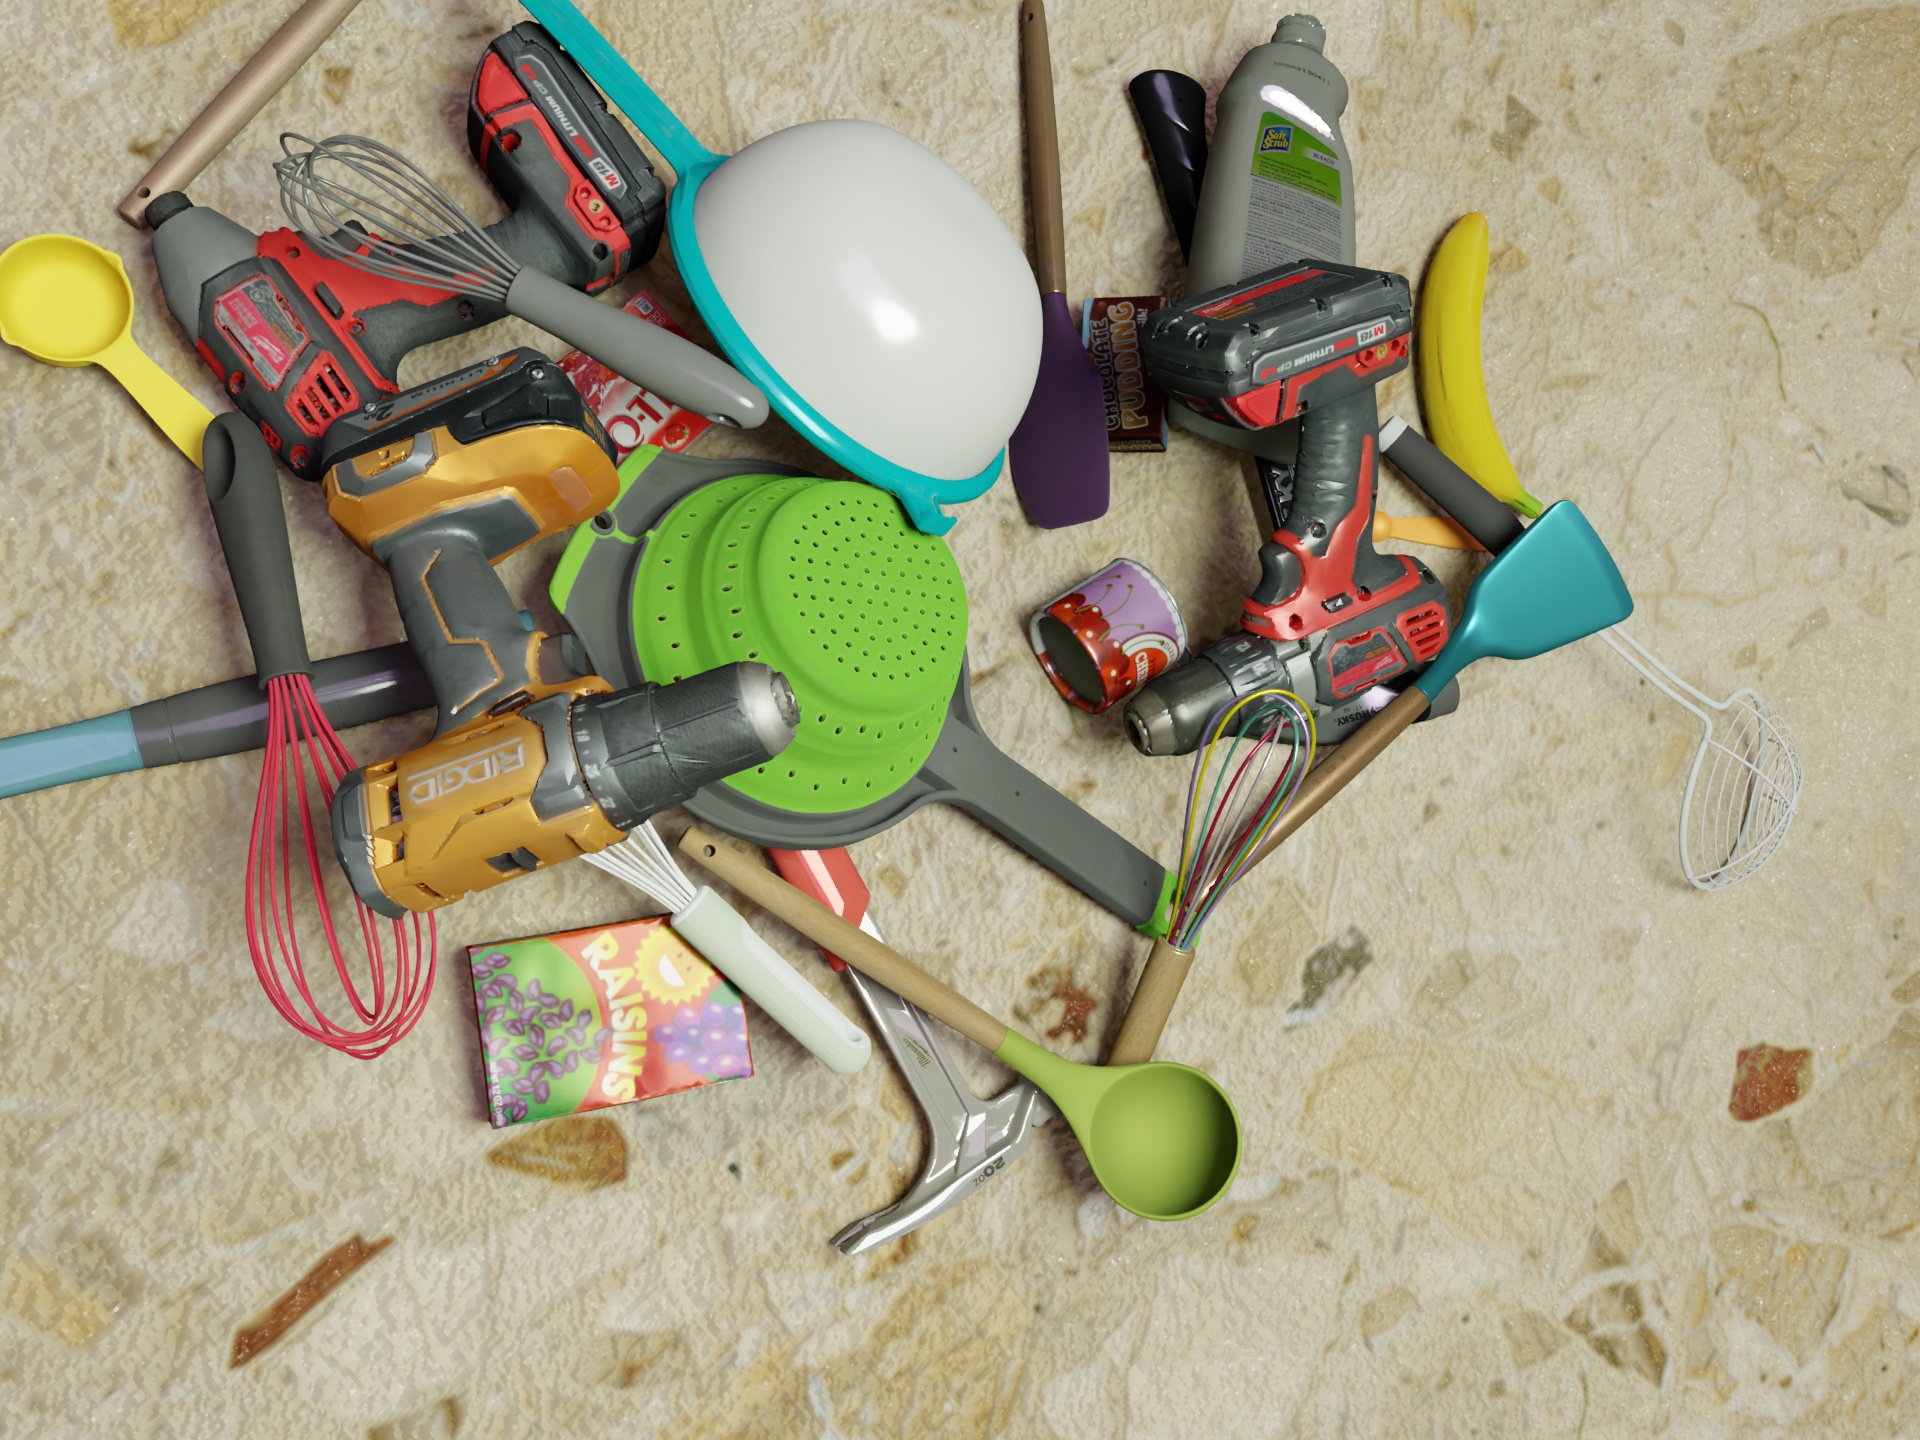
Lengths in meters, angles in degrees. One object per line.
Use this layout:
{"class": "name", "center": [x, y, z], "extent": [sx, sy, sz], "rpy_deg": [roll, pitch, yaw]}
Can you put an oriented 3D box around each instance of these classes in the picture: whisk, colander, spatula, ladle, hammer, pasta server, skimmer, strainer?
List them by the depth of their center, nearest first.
{"class": "whisk", "center": [-0.287, 0.001, 0.685], "extent": [0.073, 0.073, 0.296], "rpy_deg": [-13, 78, -21]}
{"class": "whisk", "center": [-0.190, -0.189, 0.690], "extent": [0.239, 0.055, 0.055], "rpy_deg": [28, 74, -2]}
{"class": "hammer", "center": [-0.353, 0.006, 0.712], "extent": [0.331, 0.033, 0.128], "rpy_deg": [-15, 89, -21]}
{"class": "whisk", "center": [-0.130, 0.079, 0.734], "extent": [0.059, 0.058, 0.246], "rpy_deg": [-41, 103, 15]}
{"class": "strainer", "center": [-0.073, -0.259, 0.753], "extent": [0.340, 0.095, 0.211], "rpy_deg": [45, 32, -14]}
{"class": "ladle", "center": [0.001, 0.142, 0.774], "extent": [0.320, 0.062, 0.078], "rpy_deg": [34, 73, -11]}
{"class": "pasta server", "center": [-0.303, -0.362, 0.776], "extent": [0.060, 0.040, 0.316], "rpy_deg": [33, 74, 0]}
{"class": "colander", "center": [-0.001, -0.003, 0.784], "extent": [0.396, 0.094, 0.205], "rpy_deg": [35, 56, -20]}
{"class": "hammer", "center": [-0.080, 0.079, 0.799], "extent": [0.149, 0.037, 0.359], "rpy_deg": [-30, 94, -21]}
{"class": "whisk", "center": [0.123, 0.097, 0.816], "extent": [0.047, 0.051, 0.245], "rpy_deg": [6, 111, -39]}
{"class": "spatula", "center": [0.243, 0.001, 0.884], "extent": [0.317, 0.044, 0.082], "rpy_deg": [-40, 104, -15]}
{"class": "spatula", "center": [0.048, -0.260, 0.891], "extent": [0.018, 0.060, 0.316], "rpy_deg": [16, 69, -60]}
{"class": "hammer", "center": [0.168, -0.181, 0.924], "extent": [0.149, 0.036, 0.409], "rpy_deg": [-15, 88, -20]}
{"class": "skimmer", "center": [0.377, -0.044, 0.977], "extent": [0.363, 0.090, 0.127], "rpy_deg": [42, 65, -2]}

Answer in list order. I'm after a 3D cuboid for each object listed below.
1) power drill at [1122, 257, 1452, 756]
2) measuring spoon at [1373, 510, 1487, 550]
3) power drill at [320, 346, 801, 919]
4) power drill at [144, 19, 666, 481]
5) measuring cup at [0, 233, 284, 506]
{"class": "power drill", "center": [0.153, -0.098, 0.801], "extent": [0.188, 0.080, 0.226], "rpy_deg": [-23, 119, -16]}
{"class": "measuring spoon", "center": [0.298, -0.117, 0.973], "extent": [0.117, 0.011, 0.021], "rpy_deg": [2, 82, -20]}
{"class": "power drill", "center": [-0.173, -0.046, 0.666], "extent": [0.185, 0.084, 0.226], "rpy_deg": [-19, 62, 5]}
{"class": "power drill", "center": [-0.262, -0.227, 0.755], "extent": [0.220, 0.078, 0.143], "rpy_deg": [-39, 96, -17]}
{"class": "measuring cup", "center": [-0.375, -0.153, 0.735], "extent": [0.062, 0.029, 0.156], "rpy_deg": [-48, 111, -19]}
